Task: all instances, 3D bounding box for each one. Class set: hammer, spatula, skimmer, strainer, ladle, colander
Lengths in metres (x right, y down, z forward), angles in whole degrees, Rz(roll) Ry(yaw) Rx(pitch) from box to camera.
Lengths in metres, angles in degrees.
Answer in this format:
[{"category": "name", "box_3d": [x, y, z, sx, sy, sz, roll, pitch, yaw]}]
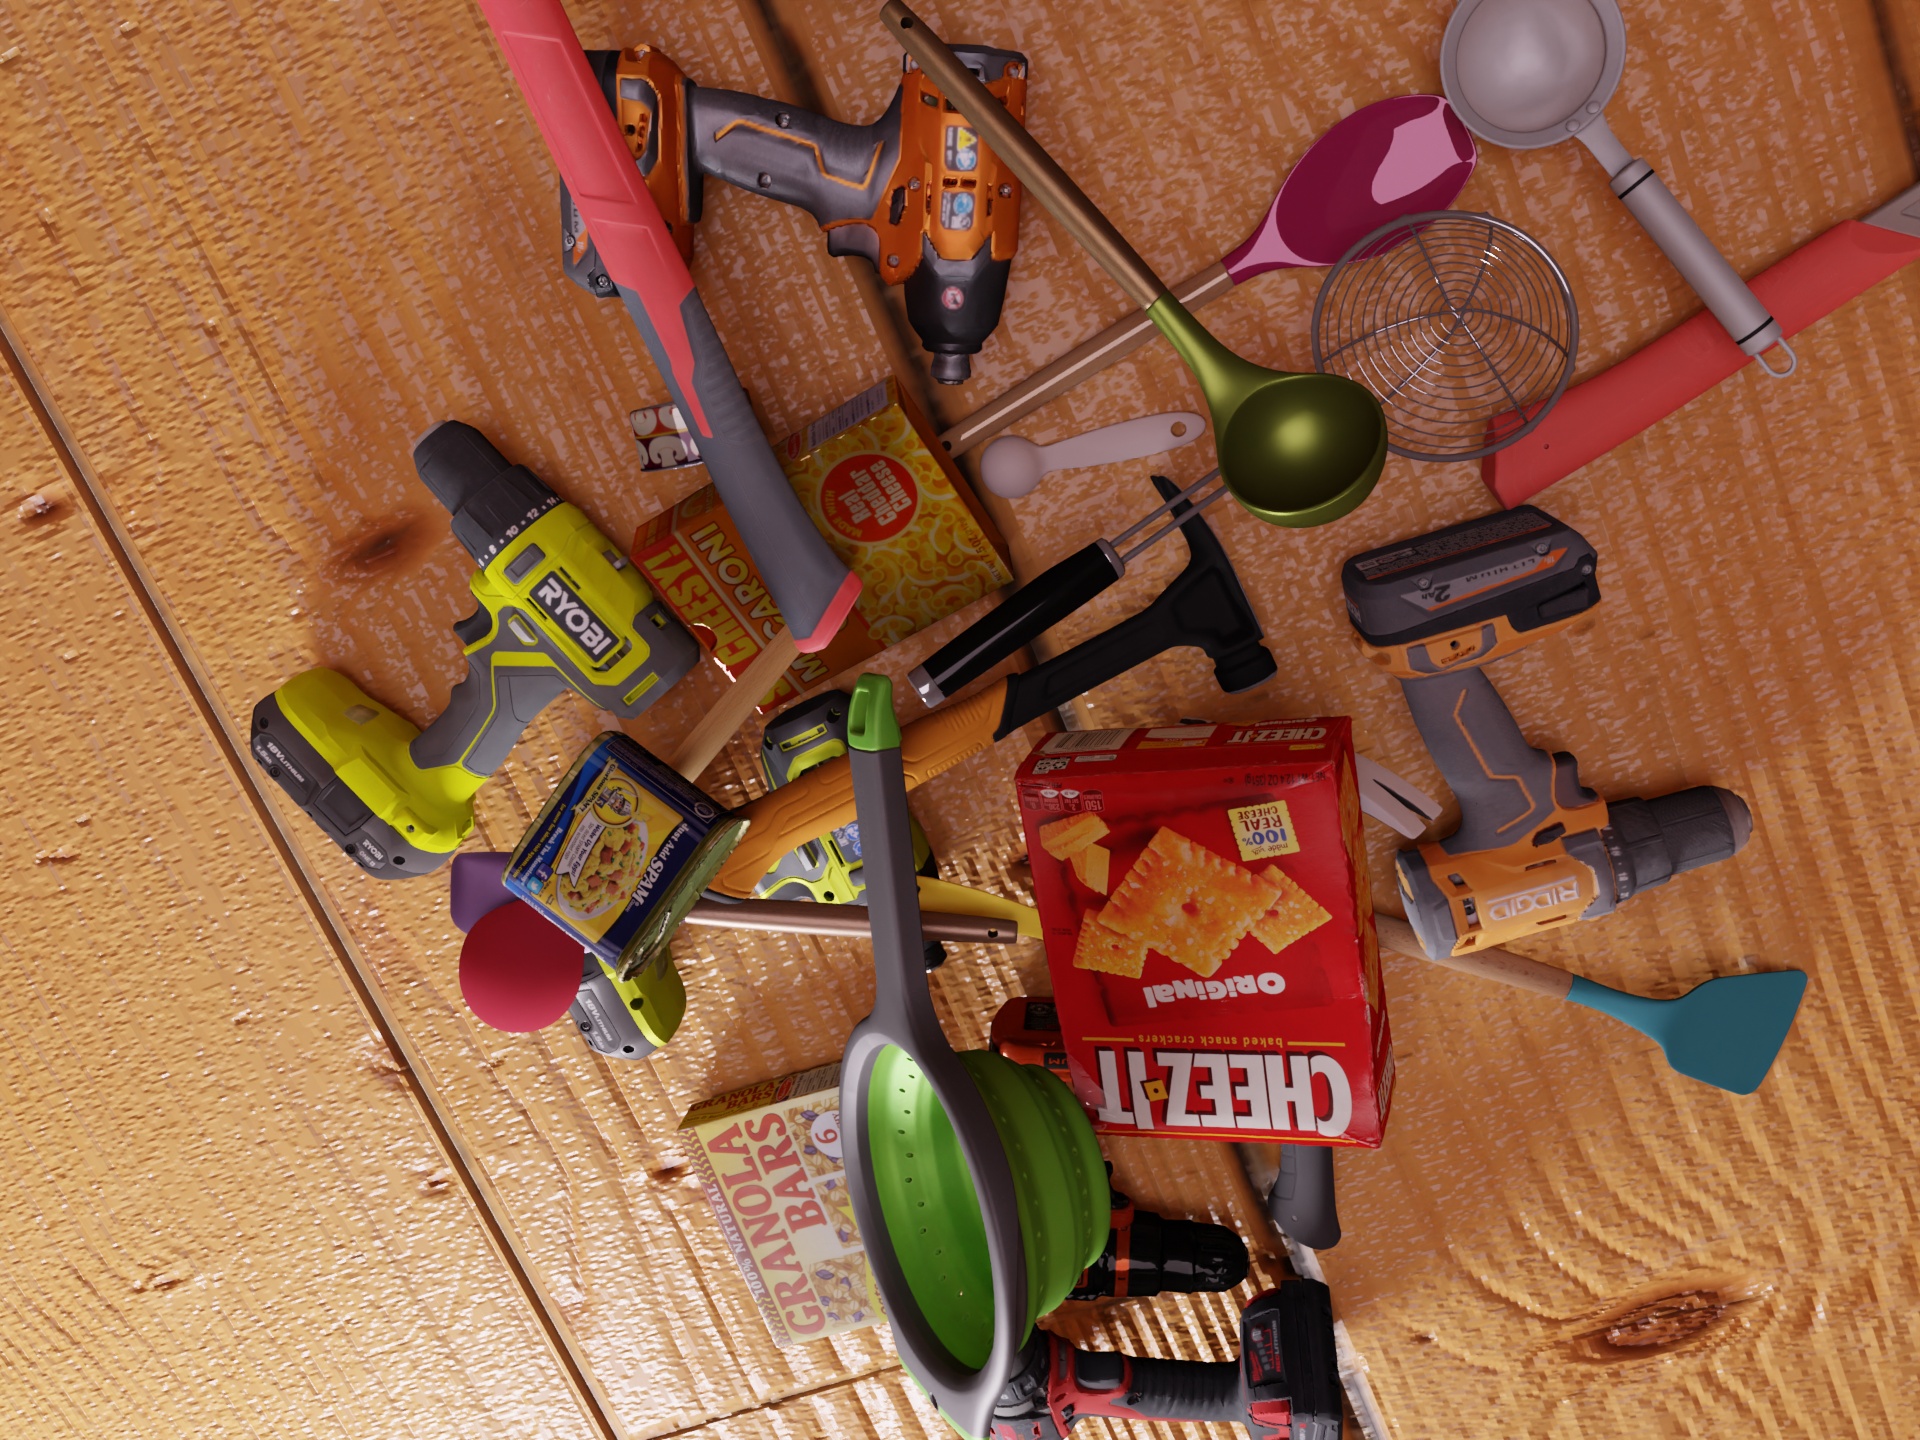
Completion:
[{"category": "hammer", "box_3d": [-0.161, -0.204, 0.767, 0.143, 0.038, 0.386, -21, 106, 14]}, {"category": "spatula", "box_3d": [0.320, 0.141, 0.912, 0.317, 0.044, 0.082, 17, 108, 6]}, {"category": "skimmer", "box_3d": [0.130, -0.113, 0.787, 0.363, 0.090, 0.127, -35, 103, 1]}, {"category": "hammer", "box_3d": [0.426, -0.209, 0.784, 0.359, 0.037, 0.149, -34, 100, 14]}, {"category": "spatula", "box_3d": [-0.126, 0.109, 0.881, 0.316, 0.018, 0.059, 3, 99, 1]}, {"category": "hammer", "box_3d": [-0.001, -0.003, 0.857, 0.337, 0.034, 0.127, -28, 102, -1]}, {"category": "strainer", "box_3d": [0.314, -0.265, 0.761, 0.087, 0.050, 0.258, -39, 90, 11]}, {"category": "ladle", "box_3d": [-0.165, 0.047, 0.853, 0.069, 0.031, 0.315, 40, 96, -1]}, {"category": "hammer", "box_3d": [0.196, 0.161, 0.896, 0.146, 0.035, 0.334, 12, 121, 38]}, {"category": "ladle", "box_3d": [0.074, -0.216, 0.733, 0.078, 0.062, 0.320, -43, 91, 0]}, {"category": "colander", "box_3d": [0.007, 0.167, 0.833, 0.094, 0.205, 0.397, -10, 100, -25]}]

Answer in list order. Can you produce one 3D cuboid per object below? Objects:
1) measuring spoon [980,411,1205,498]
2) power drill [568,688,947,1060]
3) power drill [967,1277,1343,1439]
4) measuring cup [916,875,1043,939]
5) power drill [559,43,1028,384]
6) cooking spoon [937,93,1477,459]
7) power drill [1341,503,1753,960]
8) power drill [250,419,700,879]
[{"category": "measuring spoon", "box_3d": [0.071, -0.145, 0.855, 0.124, 0.018, 0.034, -12, 105, 9]}, {"category": "power drill", "box_3d": [-0.127, 0.102, 0.925, 0.223, 0.080, 0.171, -24, 102, 10]}, {"category": "power drill", "box_3d": [0.108, 0.384, 0.946, 0.226, 0.080, 0.187, -5, 140, 9]}, {"category": "measuring cup", "box_3d": [0.031, 0.108, 0.911, 0.156, 0.029, 0.062, 16, 107, -16]}, {"category": "power drill", "box_3d": [-0.082, -0.258, 0.809, 0.226, 0.084, 0.164, 3, 108, 2]}, {"category": "cooking spoon", "box_3d": [0.116, -0.219, 0.827, 0.319, 0.017, 0.068, -30, 100, 14]}, {"category": "power drill", "box_3d": [0.309, 0.005, 0.841, 0.185, 0.084, 0.226, -16, 107, 7]}, {"category": "power drill", "box_3d": [-0.287, -0.037, 0.902, 0.228, 0.080, 0.190, -40, 99, 13]}]
